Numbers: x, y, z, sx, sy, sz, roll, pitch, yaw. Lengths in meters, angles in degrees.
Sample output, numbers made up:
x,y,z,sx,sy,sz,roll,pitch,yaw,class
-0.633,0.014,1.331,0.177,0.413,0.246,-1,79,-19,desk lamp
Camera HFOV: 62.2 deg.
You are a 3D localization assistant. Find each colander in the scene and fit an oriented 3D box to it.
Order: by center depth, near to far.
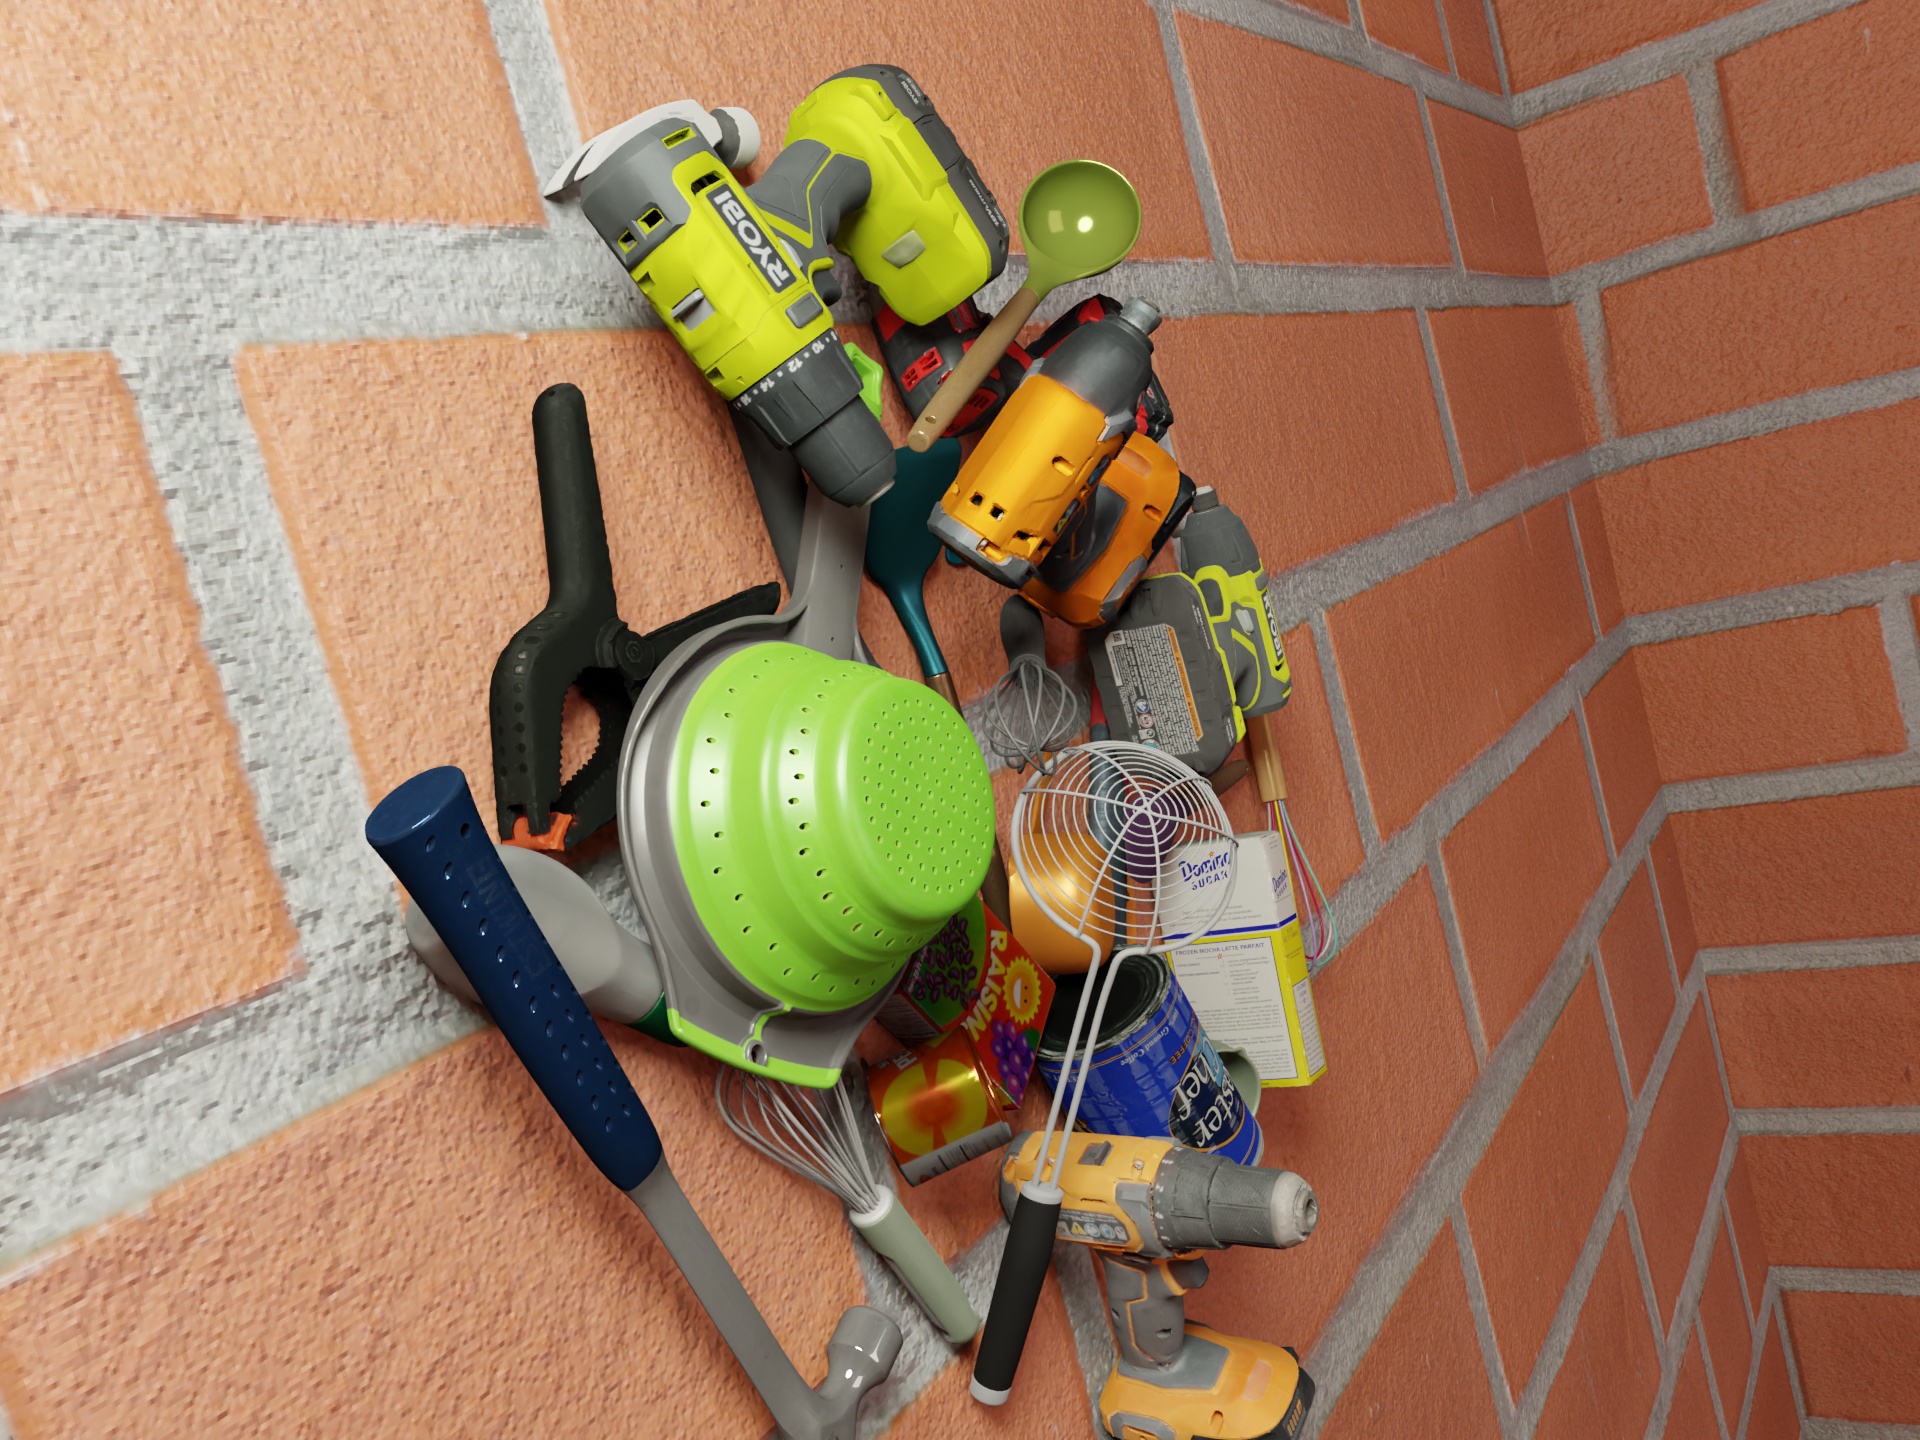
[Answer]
x,y,z,sx,sy,sz,roll,pitch,yaw,class
-0.044,-0.030,0.766,0.204,0.094,0.397,32,53,-43,colander

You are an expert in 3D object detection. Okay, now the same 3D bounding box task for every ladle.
x,y,z,sx,sy,sz,roll,pitch,yaw,class
0.034,-0.243,0.917,0.078,0.062,0.320,25,42,4,ladle

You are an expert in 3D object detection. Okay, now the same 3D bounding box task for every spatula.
x,y,z,sx,sy,sz,roll,pitch,yaw,class
-0.001,-0.003,0.937,0.082,0.044,0.317,-23,102,-40,spatula
0.166,0.060,1.143,0.316,0.018,0.060,-20,107,-65,spatula

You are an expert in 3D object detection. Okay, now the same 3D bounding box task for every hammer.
x,y,z,sx,sy,sz,roll,pitch,yaw,class
-0.130,0.195,0.654,0.144,0.035,0.405,-57,135,-45,hammer
-0.108,-0.152,0.833,0.146,0.035,0.334,-35,110,-54,hammer
0.112,0.004,1.105,0.143,0.038,0.387,30,57,-50,hammer

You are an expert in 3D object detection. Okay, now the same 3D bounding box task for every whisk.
x,y,z,sx,sy,sz,roll,pitch,yaw,class
-0.050,0.240,0.803,0.059,0.058,0.246,-38,121,-15,whisk
0.037,-0.031,0.934,0.239,0.055,0.055,-90,156,-67,whisk
0.262,0.086,1.297,0.047,0.051,0.245,0,78,-50,whisk

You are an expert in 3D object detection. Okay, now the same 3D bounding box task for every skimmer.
x,y,z,sx,sy,sz,roll,pitch,yaw,class
0.059,0.193,0.881,0.090,0.127,0.363,-104,-153,-82,skimmer

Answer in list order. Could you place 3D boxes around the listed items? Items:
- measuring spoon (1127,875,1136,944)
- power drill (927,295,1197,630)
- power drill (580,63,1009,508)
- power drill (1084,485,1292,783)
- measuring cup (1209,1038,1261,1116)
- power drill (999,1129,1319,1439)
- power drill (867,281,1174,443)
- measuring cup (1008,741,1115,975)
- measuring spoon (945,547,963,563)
x,y,z,sx,sy,sz,roll,pitch,yaw,class
0.111,0.161,1.086,0.021,0.011,0.117,36,49,-48,measuring spoon
0.072,-0.140,0.902,0.164,0.084,0.226,-55,165,4,power drill
-0.063,-0.225,0.798,0.190,0.080,0.229,53,40,-14,power drill
0.165,-0.062,1.106,0.223,0.080,0.171,-39,116,-59,power drill
0.129,0.236,1.066,0.167,0.038,0.083,29,86,-27,measuring cup
0.138,0.336,0.921,0.084,0.185,0.226,-45,121,-48,power drill
0.031,-0.235,1.012,0.219,0.078,0.143,5,58,-50,power drill
0.070,0.079,0.995,0.095,0.052,0.174,68,25,-47,measuring cup
0.019,-0.137,1.035,0.042,0.021,0.129,54,50,-17,measuring spoon
